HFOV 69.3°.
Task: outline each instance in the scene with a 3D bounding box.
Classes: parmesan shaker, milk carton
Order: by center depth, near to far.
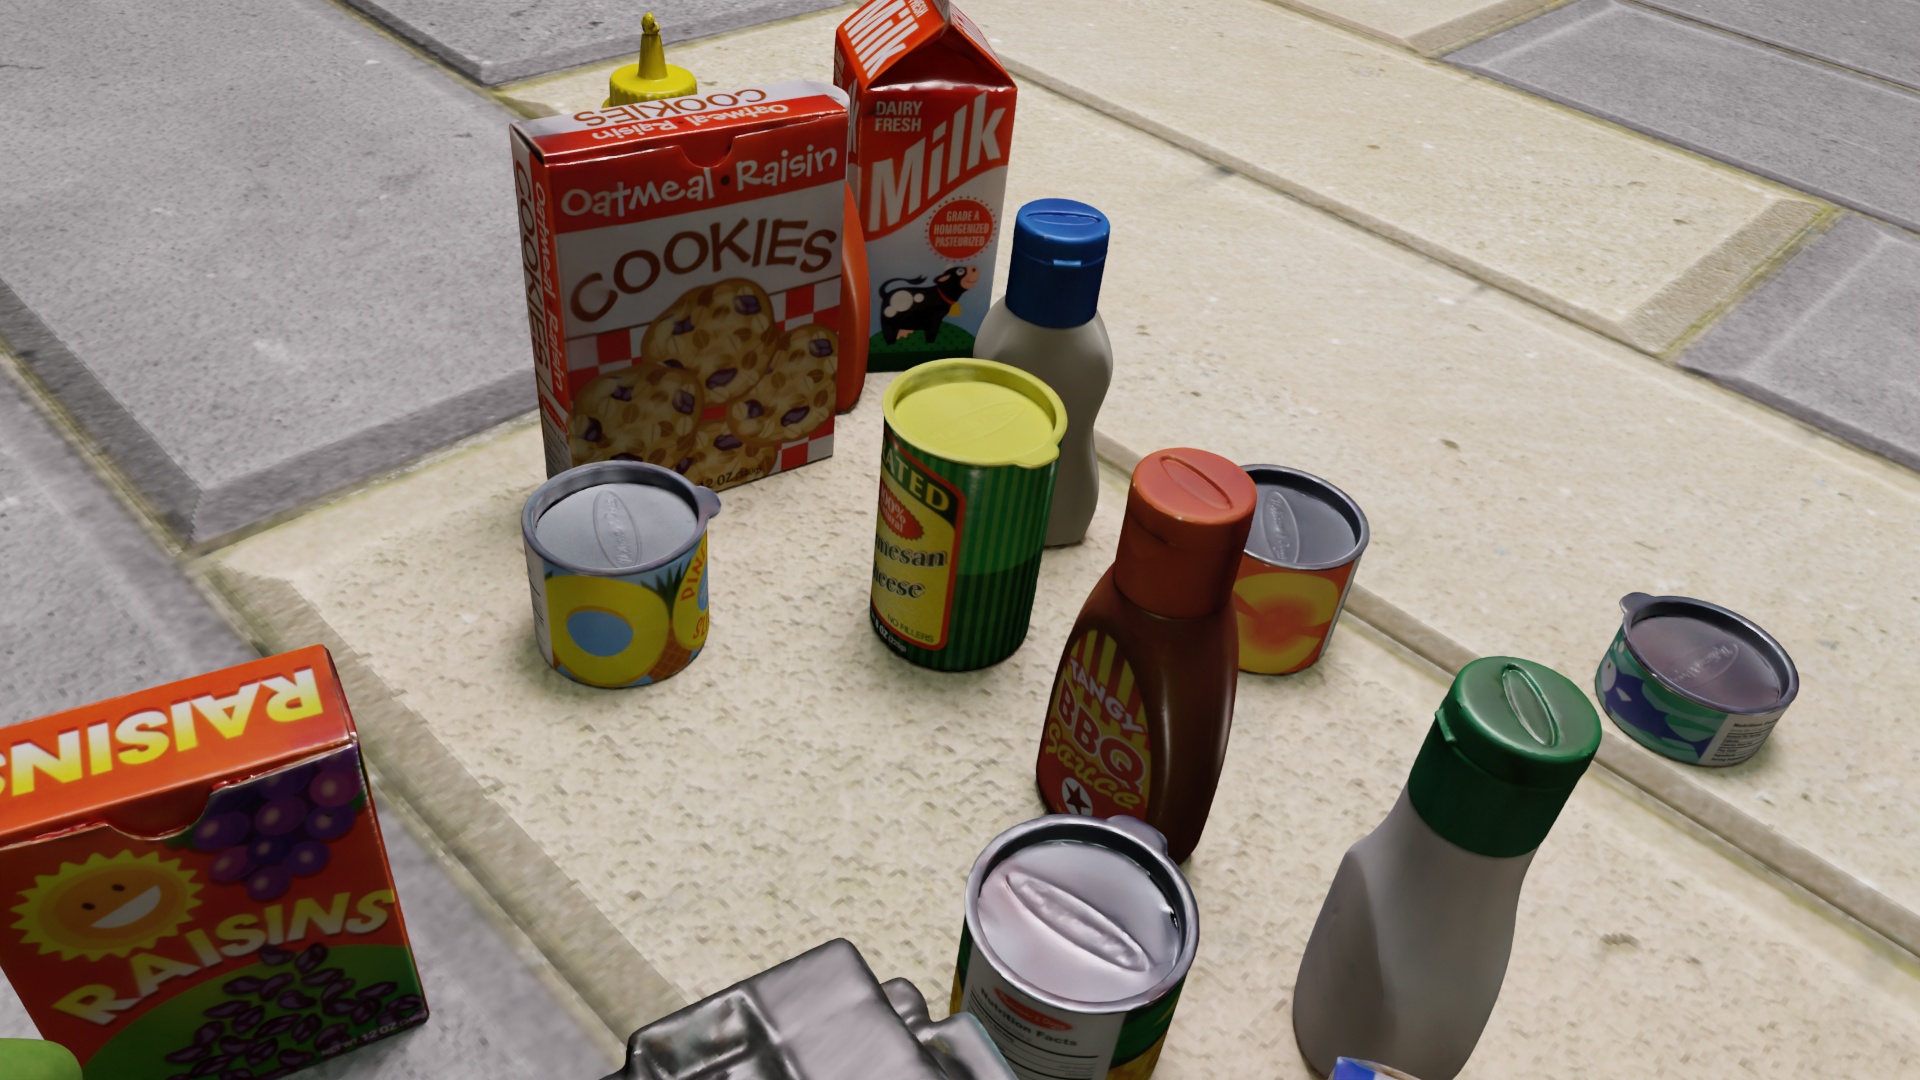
[{"bbox_3d":[0.002,-0.007,0.526,0.071,0.102,0.072,4,39,-3],"label":"parmesan shaker"},{"bbox_3d":[-0.021,-0.179,0.665,0.073,0.189,0.072,-5,40,-14],"label":"milk carton"}]

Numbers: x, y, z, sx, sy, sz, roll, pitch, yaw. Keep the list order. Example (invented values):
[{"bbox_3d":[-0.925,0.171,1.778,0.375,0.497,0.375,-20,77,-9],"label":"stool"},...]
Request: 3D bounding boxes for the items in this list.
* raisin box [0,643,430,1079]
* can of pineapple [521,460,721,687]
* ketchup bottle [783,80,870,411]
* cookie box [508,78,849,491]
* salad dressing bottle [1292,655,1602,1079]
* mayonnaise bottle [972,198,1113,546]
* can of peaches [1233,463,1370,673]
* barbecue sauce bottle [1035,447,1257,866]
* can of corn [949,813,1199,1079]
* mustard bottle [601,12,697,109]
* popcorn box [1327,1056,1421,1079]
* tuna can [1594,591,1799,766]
[{"bbox_3d":[-0.193,0.093,0.357,0.086,0.122,0.040,-15,44,-25],"label":"raisin box"},{"bbox_3d":[-0.125,0.012,0.518,0.071,0.057,0.071,4,39,-3],"label":"can of pineapple"},{"bbox_3d":[-0.071,-0.130,0.629,0.065,0.148,0.044,9,39,2],"label":"ketchup bottle"},{"bbox_3d":[-0.109,-0.094,0.564,0.123,0.166,0.040,-20,46,-30],"label":"cookie box"},{"bbox_3d":[0.131,0.097,0.384,0.044,0.146,0.064,4,39,-5],"label":"salad dressing bottle"},{"bbox_3d":[0.032,-0.064,0.566,0.065,0.147,0.041,2,39,-7],"label":"mayonnaise bottle"},{"bbox_3d":[0.121,0.011,0.558,0.071,0.057,0.071,4,39,-3],"label":"can of peaches"},{"bbox_3d":[0.060,0.040,0.442,0.044,0.147,0.065,-20,46,-30],"label":"barbecue sauce bottle"},{"bbox_3d":[0.033,0.123,0.407,0.071,0.058,0.071,4,39,-3],"label":"can of corn"},{"bbox_3d":[-0.143,-0.173,0.663,0.065,0.159,0.049,-21,47,-31],"label":"mustard bottle"},{"bbox_3d":[0.082,0.194,0.306,0.038,0.084,0.127,17,40,12],"label":"popcorn box"},{"bbox_3d":[0.289,0.054,0.552,0.071,0.032,0.071,4,39,-3],"label":"tuna can"}]
